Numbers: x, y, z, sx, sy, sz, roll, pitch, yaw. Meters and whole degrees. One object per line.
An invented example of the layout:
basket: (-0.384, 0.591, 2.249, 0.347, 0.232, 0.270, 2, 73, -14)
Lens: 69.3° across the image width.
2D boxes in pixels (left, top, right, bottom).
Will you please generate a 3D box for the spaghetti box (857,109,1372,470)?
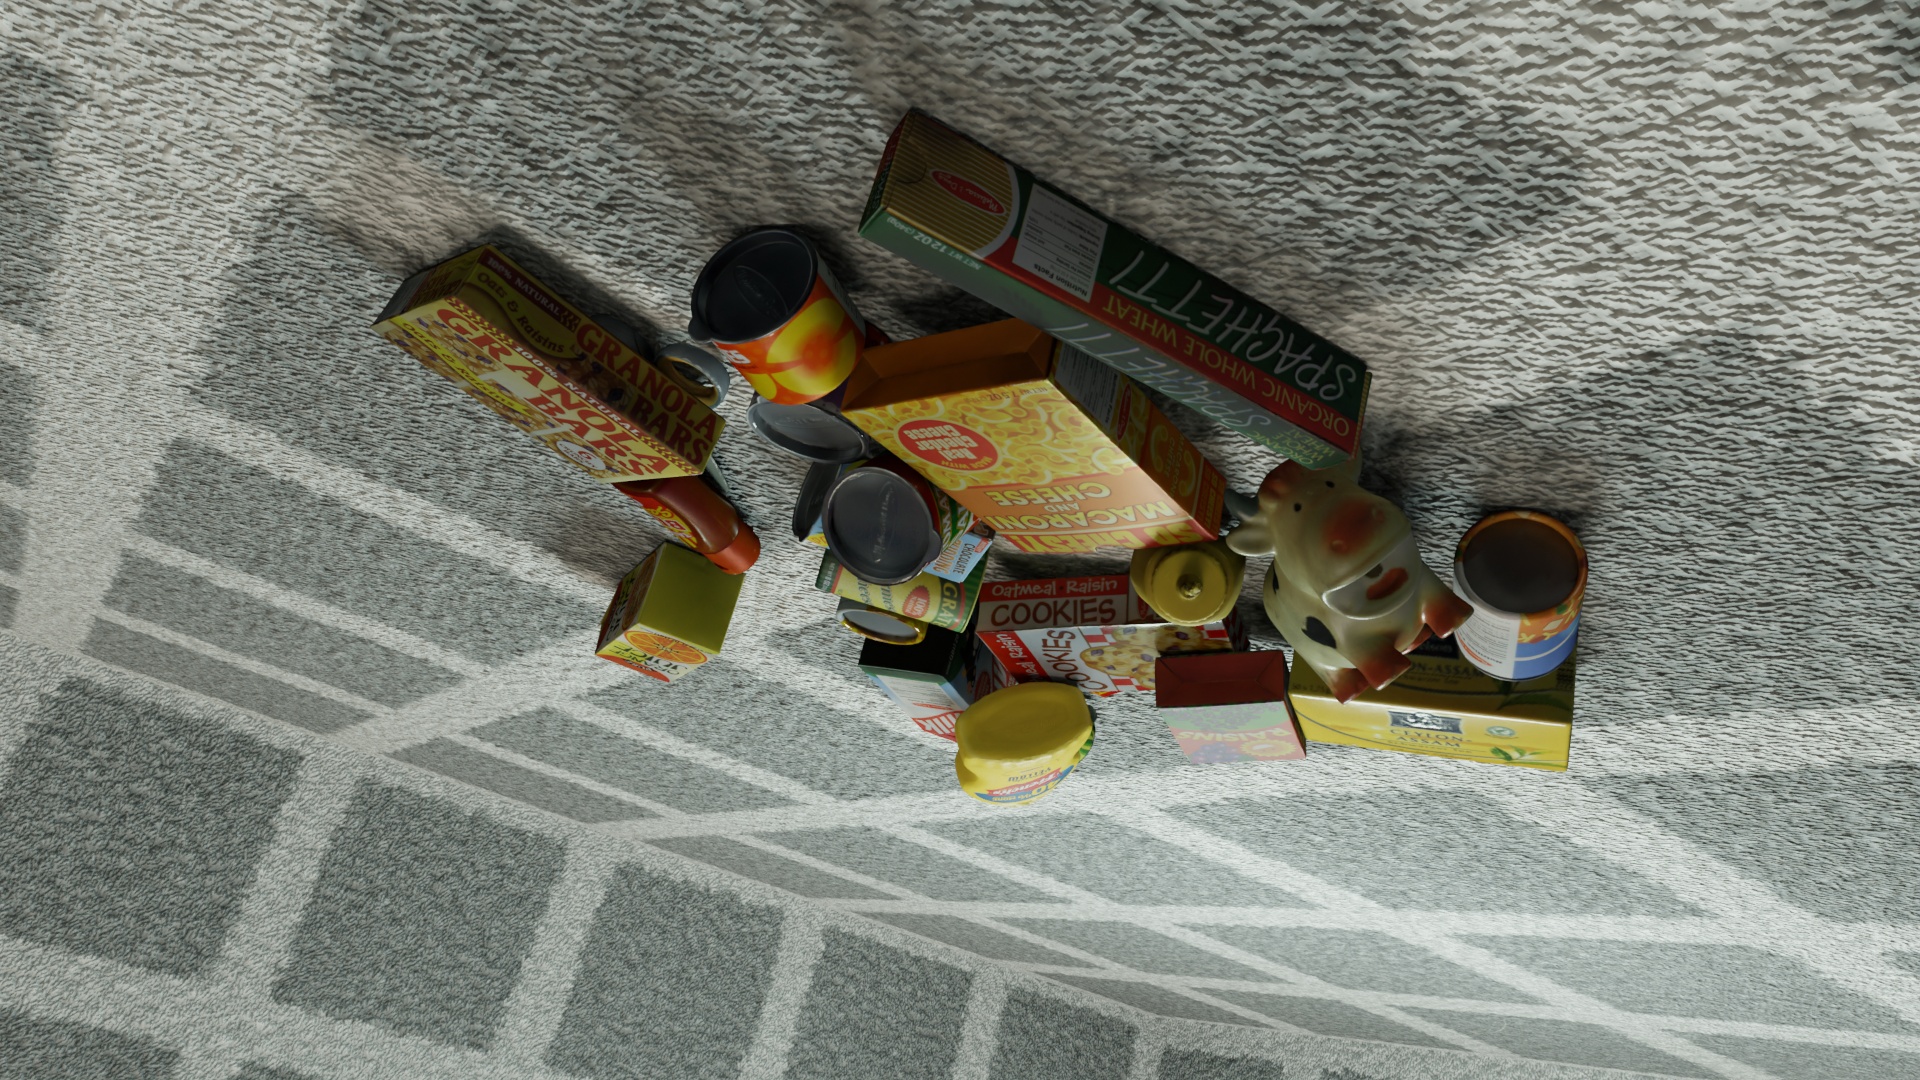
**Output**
spaghetti box: (0.074, -0.101, 0.602, 0.250, 0.050, 0.028, 24, 157, -22)

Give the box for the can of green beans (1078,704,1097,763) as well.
can of green beans: (0.075, 0.156, 1.184, 0.071, 0.071, 0.057, 3, 154, 25)

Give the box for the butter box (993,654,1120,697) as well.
butter box: (0.083, 0.092, 1.084, 0.103, 0.024, 0.053, 22, 157, -16)

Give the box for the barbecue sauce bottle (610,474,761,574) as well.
barbecue sauce bottle: (-0.184, -0.022, 0.949, 0.065, 0.044, 0.148, 26, 167, 29)

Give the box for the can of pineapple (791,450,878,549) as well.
can of pineapple: (-0.063, -0.021, 0.849, 0.058, 0.071, 0.070, 24, 156, -22)

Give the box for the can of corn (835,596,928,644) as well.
can of corn: (-0.048, 0.037, 0.989, 0.071, 0.058, 0.071, 13, 157, 5)

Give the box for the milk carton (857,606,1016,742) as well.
milk carton: (-0.007, 0.107, 1.113, 0.073, 0.072, 0.190, 5, 154, 23)

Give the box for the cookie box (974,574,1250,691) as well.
cookie box: (0.107, 0.065, 0.960, 0.167, 0.040, 0.122, -4, 153, 19)

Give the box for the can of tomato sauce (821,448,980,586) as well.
can of tomato sauce: (-0.026, -0.020, 0.765, 0.071, 0.083, 0.071, 8, 112, 21)

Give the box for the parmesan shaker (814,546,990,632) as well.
parmesan shaker: (-0.039, 0.017, 0.925, 0.103, 0.071, 0.071, 17, 157, -5)

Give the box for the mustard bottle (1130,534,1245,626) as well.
mustard bottle: (0.125, 0.019, 0.770, 0.065, 0.048, 0.160, 18, -172, 8)

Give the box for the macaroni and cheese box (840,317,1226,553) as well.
macaroni and cheese box: (0.040, -0.046, 0.697, 0.123, 0.040, 0.166, -5, 151, 38)

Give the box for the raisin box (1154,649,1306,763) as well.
raisin box: (0.187, 0.116, 0.955, 0.086, 0.040, 0.123, -7, 151, 18)

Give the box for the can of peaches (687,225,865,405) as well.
can of peaches: (-0.088, -0.105, 0.666, 0.071, 0.071, 0.058, 3, 156, 25)

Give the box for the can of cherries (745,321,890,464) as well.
can of cherries: (-0.073, -0.082, 0.727, 0.071, 0.058, 0.071, 13, 158, 6)

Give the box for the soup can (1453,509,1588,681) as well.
soup can: (0.303, 0.028, 0.751, 0.071, 0.071, 0.083, 5, 155, 21)

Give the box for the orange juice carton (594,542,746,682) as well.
orange juice carton: (-0.252, 0.067, 1.166, 0.072, 0.073, 0.192, 23, 156, -20)

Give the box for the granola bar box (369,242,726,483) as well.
granola bar box: (-0.232, -0.094, 0.788, 0.124, 0.039, 0.165, -1, 148, 49)

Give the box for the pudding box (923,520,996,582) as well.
pudding box: (0.003, -0.011, 0.858, 0.030, 0.050, 0.083, 19, 157, -7)
